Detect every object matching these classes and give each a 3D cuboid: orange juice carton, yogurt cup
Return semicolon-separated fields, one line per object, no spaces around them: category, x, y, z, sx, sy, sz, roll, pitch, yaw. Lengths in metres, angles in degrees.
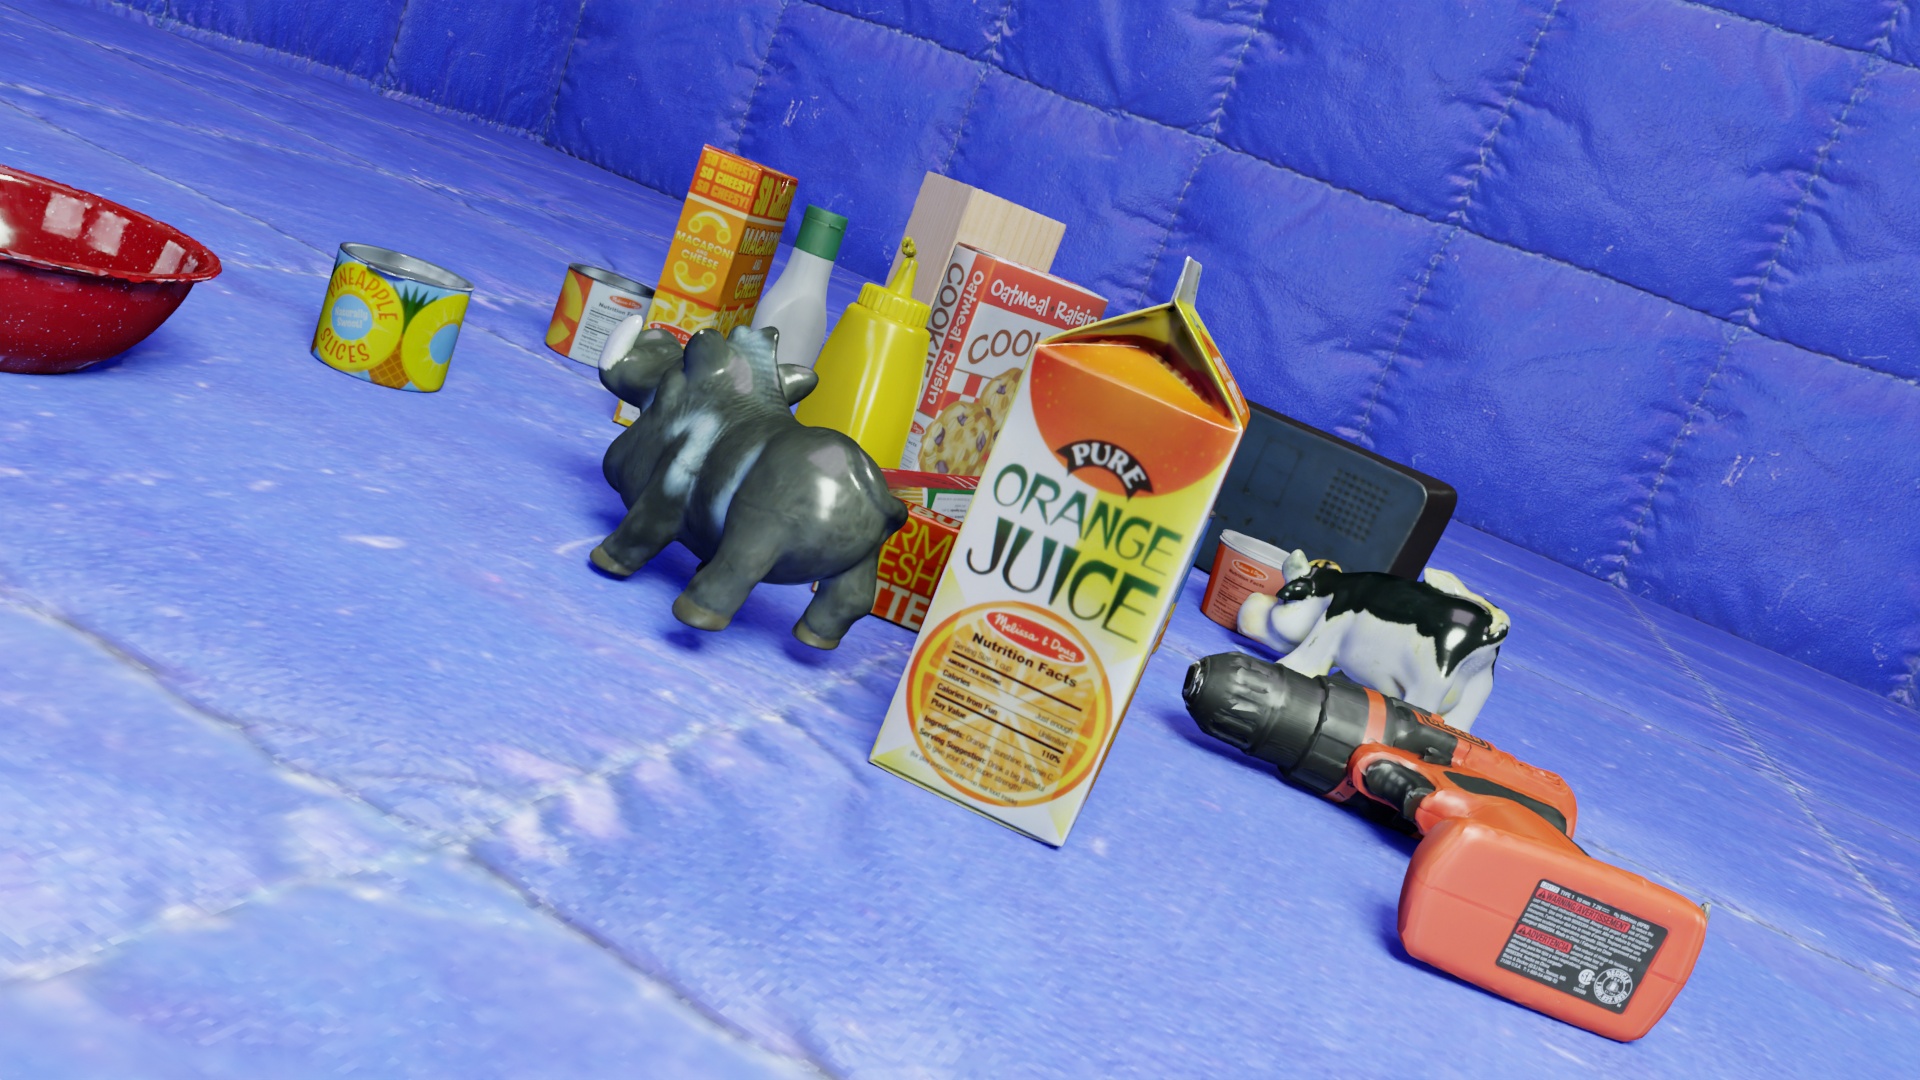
orange juice carton;0.043;-0.004;0.470;0.073;0.192;0.072;23;12;10
yogurt cup;0.192;0.032;0.906;0.072;0.053;0.072;20;12;-4

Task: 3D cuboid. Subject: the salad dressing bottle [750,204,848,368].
salad dressing bottle;-0.135;-0.206;1.168;0.064;0.147;0.044;12;15;-39

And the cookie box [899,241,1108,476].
cookie box;0.018;-0.098;0.906;0.040;0.167;0.123;30;14;38

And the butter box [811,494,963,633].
butter box;-0.012;0.015;0.629;0.103;0.053;0.024;22;11;1

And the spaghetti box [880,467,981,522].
spaghetti box;0.003;-0.010;0.772;0.029;0.050;0.250;27;13;27

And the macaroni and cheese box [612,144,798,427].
macaroni and cheese box;-0.150;-0.149;0.843;0.040;0.166;0.124;21;11;-1

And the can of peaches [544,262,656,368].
can of peaches;-0.246;-0.153;0.956;0.071;0.058;0.071;20;12;-4

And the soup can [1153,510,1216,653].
soup can;0.092;0.010;0.757;0.071;0.083;0.071;21;12;-4

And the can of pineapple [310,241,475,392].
can of pineapple;-0.290;-0.113;0.707;0.071;0.057;0.071;20;12;-4

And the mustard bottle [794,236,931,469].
mustard bottle;-0.050;-0.086;0.754;0.049;0.160;0.065;9;17;-46
